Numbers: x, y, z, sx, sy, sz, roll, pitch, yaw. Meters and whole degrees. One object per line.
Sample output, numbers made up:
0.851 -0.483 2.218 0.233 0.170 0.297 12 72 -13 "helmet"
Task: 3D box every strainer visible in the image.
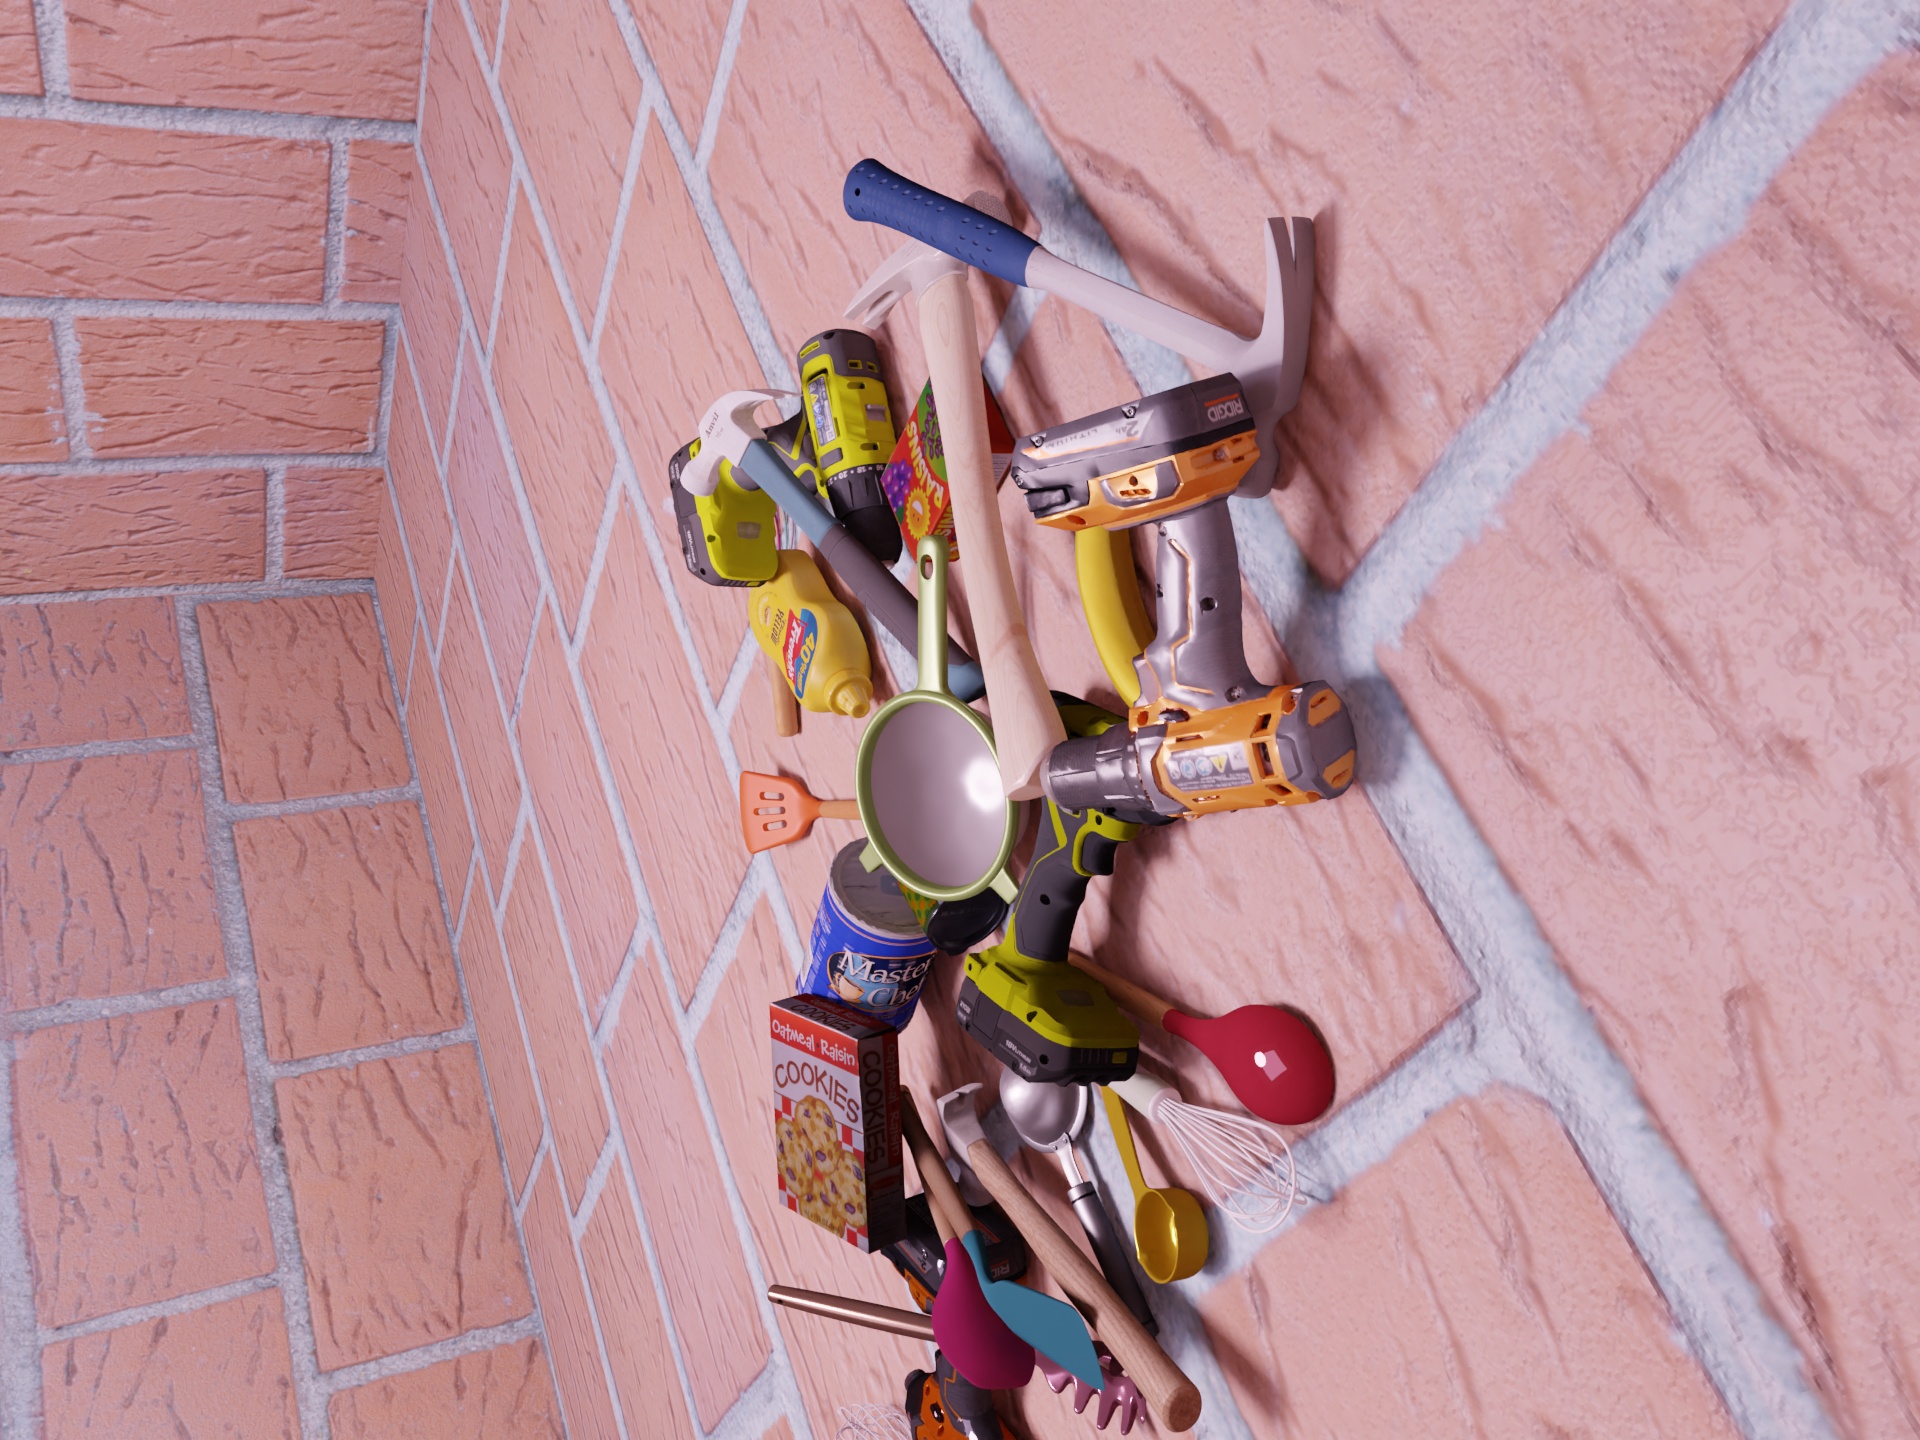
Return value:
0.080 0.318 1.096 0.087 0.050 0.259 -47 57 37 "strainer"
-0.002 -0.004 1.125 0.151 0.069 0.256 7 102 40 "strainer"

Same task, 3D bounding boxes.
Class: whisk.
-0.174 -0.105 1.474 0.047 0.051 0.245 8 106 55 "whisk"
-0.026 0.652 1.342 0.285 0.070 0.070 6 101 56 "whisk"
0.131 0.240 0.980 0.246 0.057 0.059 26 98 62 "whisk"

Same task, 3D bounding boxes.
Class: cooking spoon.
-0.011 0.370 1.176 0.319 0.068 0.017 -122 40 -62 "cooking spoon"

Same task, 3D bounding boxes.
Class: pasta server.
-0.010 0.444 1.140 0.316 0.040 0.060 1 114 29 "pasta server"

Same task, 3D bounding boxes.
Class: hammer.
0.062 0.354 1.075 0.332 0.031 0.130 35 146 59 "hammer"
0.003 -0.142 1.045 0.146 0.038 0.411 -28 62 40 "hammer"
-0.091 -0.130 1.213 0.331 0.033 0.128 48 127 19 "hammer"
0.054 -0.276 0.958 0.406 0.035 0.144 38 128 41 "hammer"

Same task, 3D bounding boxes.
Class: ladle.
0.120 0.180 1.006 0.316 0.031 0.069 17 109 62 "ladle"

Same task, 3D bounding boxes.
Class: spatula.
0.009 0.350 1.141 0.318 0.044 0.082 47 158 57 "spatula"
-0.117 0.081 1.407 0.323 0.041 0.081 -5 90 61 "spatula"

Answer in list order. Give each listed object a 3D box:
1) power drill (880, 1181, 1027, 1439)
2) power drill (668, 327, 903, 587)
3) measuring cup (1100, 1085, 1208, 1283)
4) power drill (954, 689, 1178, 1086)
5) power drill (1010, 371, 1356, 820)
-0.007 0.488 1.250 0.164 0.084 0.226 18 115 60 "power drill"
-0.136 -0.190 1.307 0.228 0.080 0.191 -20 78 43 "power drill"
0.123 0.288 1.032 0.157 0.029 0.062 -107 28 -43 "measuring cup"
0.076 0.106 0.994 0.171 0.080 0.223 27 108 58 "power drill"
0.099 -0.054 0.859 0.185 0.084 0.226 -11 100 41 "power drill"
